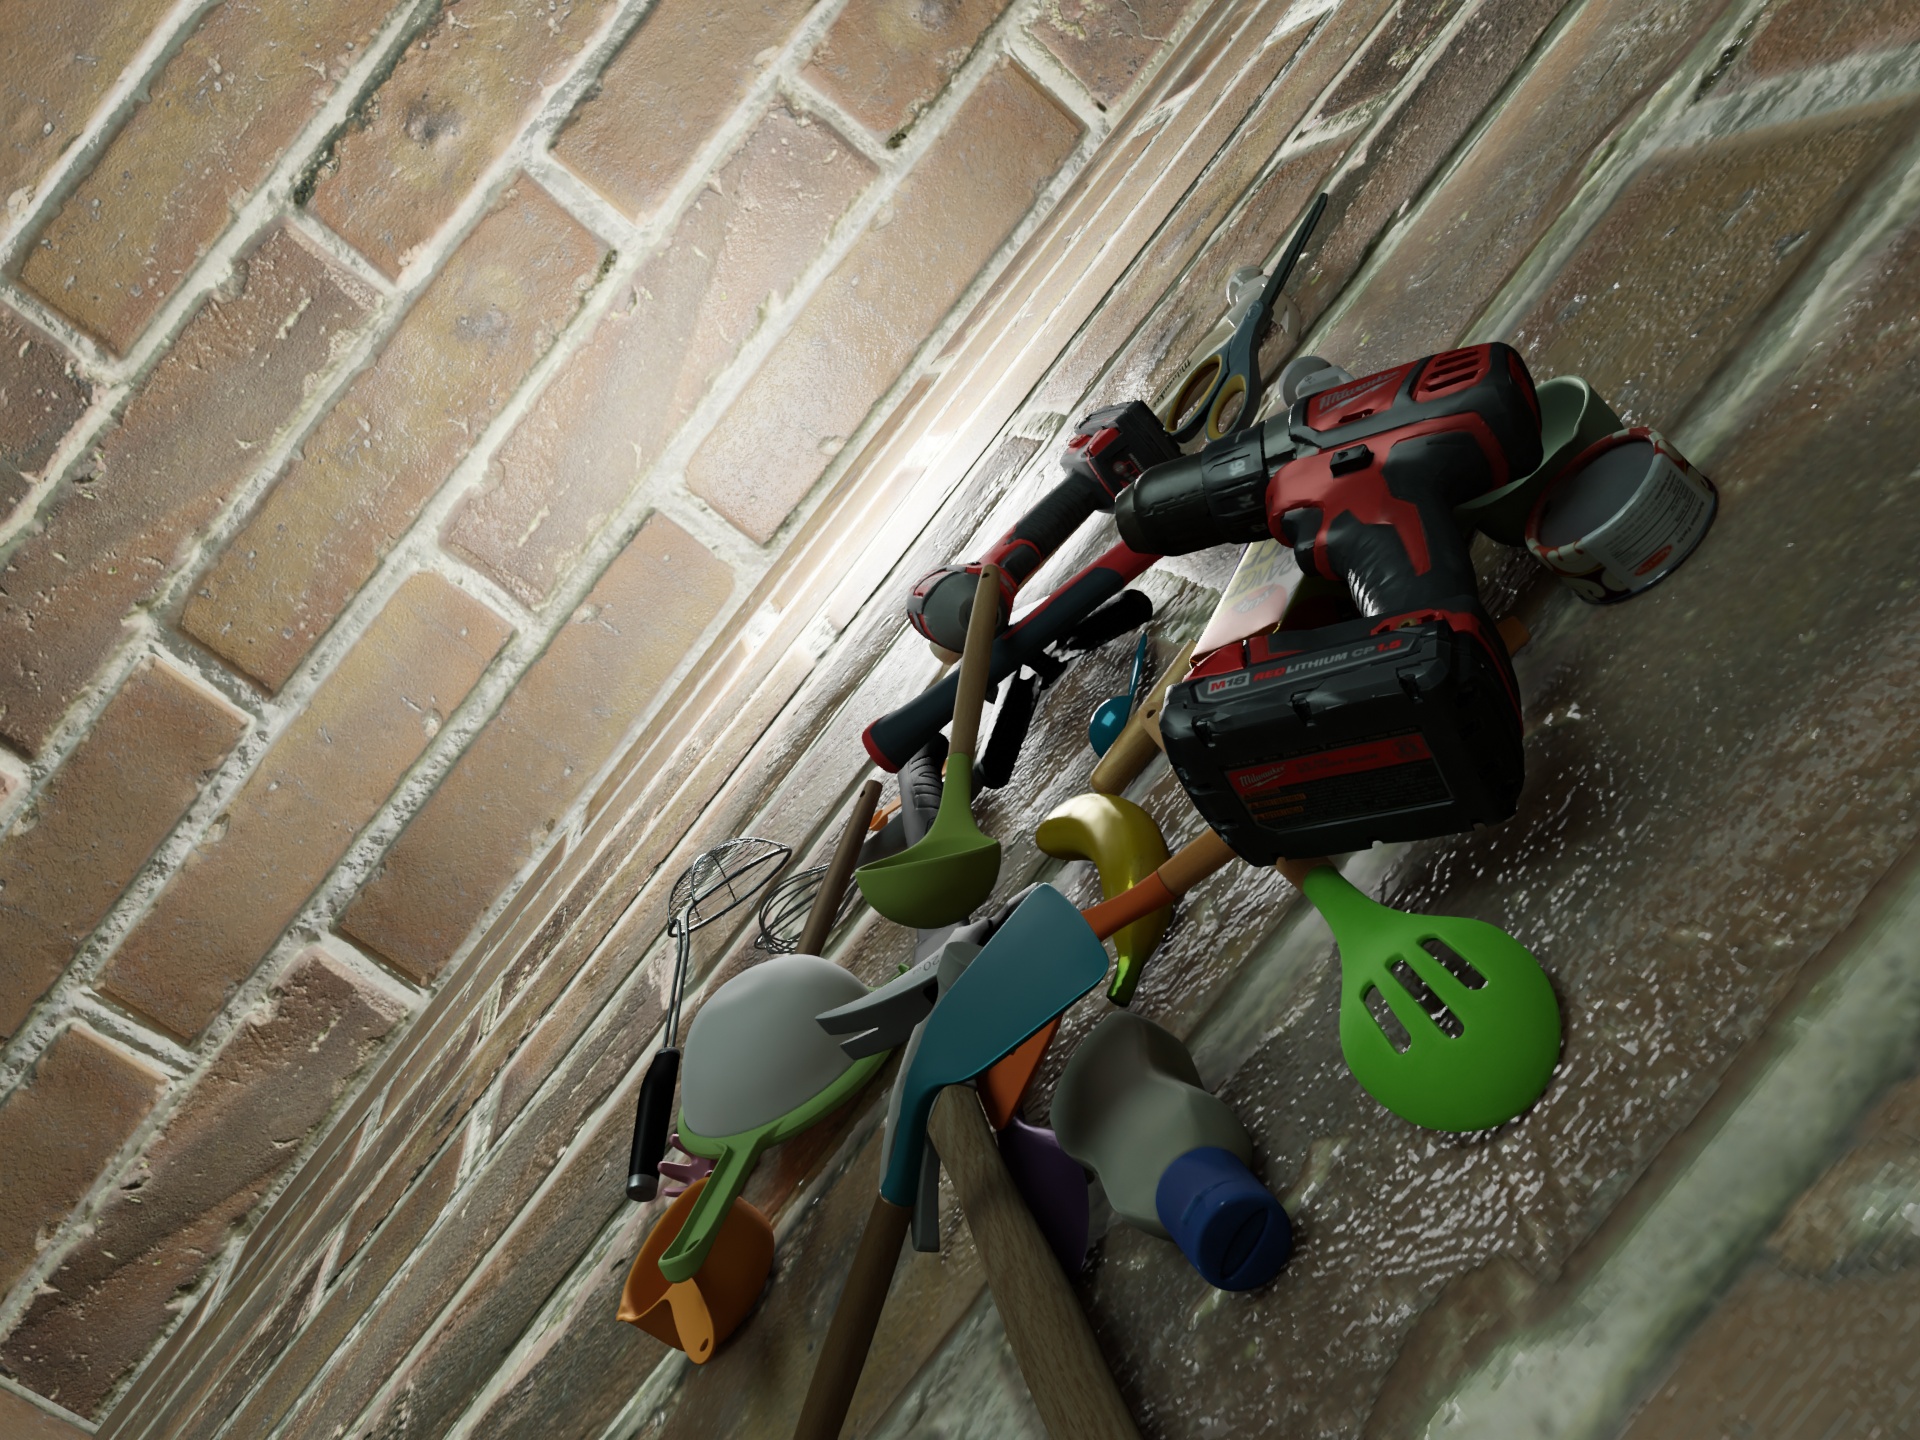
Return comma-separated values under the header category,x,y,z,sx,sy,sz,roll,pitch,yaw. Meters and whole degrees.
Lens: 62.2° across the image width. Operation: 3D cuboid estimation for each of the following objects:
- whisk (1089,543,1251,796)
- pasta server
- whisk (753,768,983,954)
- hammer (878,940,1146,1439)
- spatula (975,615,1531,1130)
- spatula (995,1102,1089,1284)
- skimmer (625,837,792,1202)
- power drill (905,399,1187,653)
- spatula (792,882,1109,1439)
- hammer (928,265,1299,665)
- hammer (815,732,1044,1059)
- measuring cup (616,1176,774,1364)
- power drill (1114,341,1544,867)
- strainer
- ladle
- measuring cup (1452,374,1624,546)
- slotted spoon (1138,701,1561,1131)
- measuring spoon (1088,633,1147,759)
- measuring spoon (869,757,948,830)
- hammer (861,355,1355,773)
category,x,y,z,sx,sy,sz,roll,pitch,yaw
whisk,0.153,-0.056,0.890,0.245,0.051,0.047,-54,-10,8
pasta server,-0.117,0.174,1.072,0.060,0.040,0.316,-8,52,46
whisk,-0.068,0.104,1.153,0.239,0.055,0.055,-38,20,27
hammer,0.022,0.212,0.614,0.331,0.031,0.130,-128,56,-68
spatula,0.116,0.062,0.705,0.322,0.041,0.081,-38,40,15
spatula,0.021,0.178,0.772,0.060,0.018,0.316,-56,16,10
skimmer,-0.201,0.231,1.272,0.127,0.090,0.364,-43,28,30
power drill,0.060,-0.132,1.155,0.219,0.078,0.143,-41,14,-5
spatula,-0.023,0.217,0.643,0.082,0.044,0.317,-133,59,-67
hammer,0.115,-0.192,1.295,0.410,0.038,0.146,-47,18,20
hammer,-0.022,0.084,0.980,0.146,0.035,0.335,-35,20,8
measuring cup,-0.131,0.312,0.853,0.095,0.052,0.174,-54,17,-7
power drill,0.137,-0.054,0.642,0.188,0.080,0.227,-13,40,30
strainer,-0.127,0.206,0.901,0.151,0.069,0.256,-22,16,21
ladle,-0.001,-0.003,0.929,0.078,0.062,0.320,-12,38,18
measuring cup,0.232,-0.075,0.700,0.167,0.038,0.083,-55,16,-4
slotted spoon,0.128,0.053,0.626,0.070,0.031,0.314,-42,25,4
measuring spoon,0.096,-0.020,0.969,0.129,0.021,0.042,-68,-9,-54
measuring spoon,-0.030,0.055,1.216,0.117,0.011,0.021,-37,21,33
hammer,0.093,-0.085,1.005,0.386,0.038,0.143,-38,20,13
